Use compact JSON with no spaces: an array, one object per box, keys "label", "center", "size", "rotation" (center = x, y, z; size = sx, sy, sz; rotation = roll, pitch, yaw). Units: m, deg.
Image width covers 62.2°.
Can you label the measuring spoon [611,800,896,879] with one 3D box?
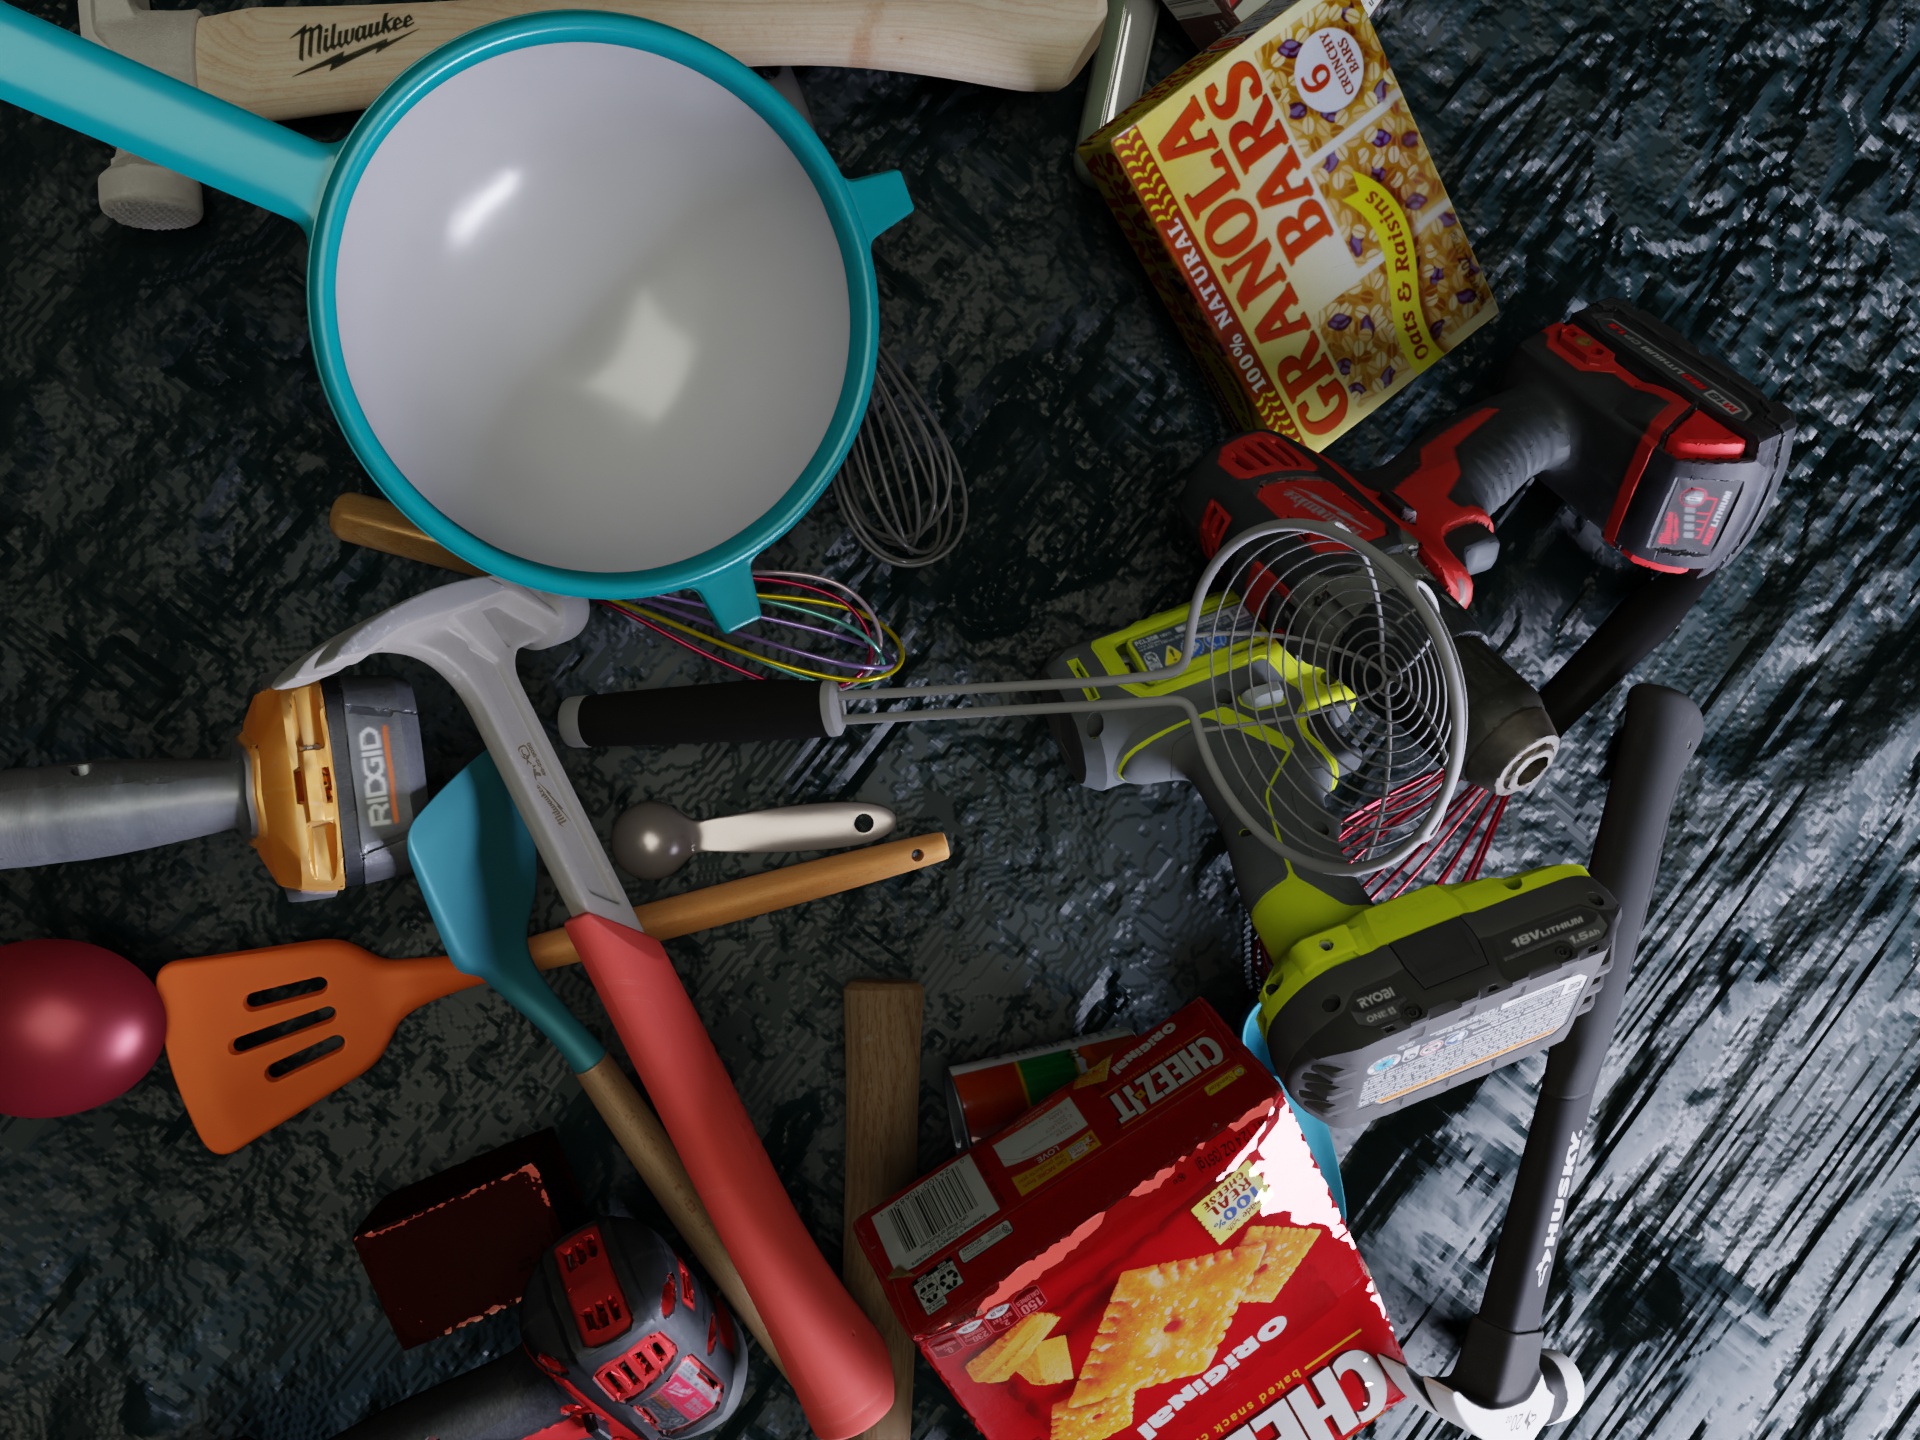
[{"label":"measuring spoon","center":[-0.089,0.048,0.689],"size":[0.124,0.018,0.034],"rotation":[-5,91,-9]}]

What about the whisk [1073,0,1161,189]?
[{"label":"whisk","center":[0.085,-0.357,0.700],"size":[0.057,0.059,0.246],"rotation":[10,93,-35]}]

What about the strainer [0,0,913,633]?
[{"label":"strainer","center":[-0.199,-0.177,0.596],"size":[0.340,0.095,0.211],"rotation":[19,94,-26]}]

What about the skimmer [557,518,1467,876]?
[{"label":"skimmer","center":[-0.001,-0.002,0.597],"size":[0.363,0.090,0.127],"rotation":[-3,103,17]}]

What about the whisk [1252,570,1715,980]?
[{"label":"whisk","center":[0.242,0.022,0.717],"size":[0.296,0.073,0.073],"rotation":[-42,96,-11]}]

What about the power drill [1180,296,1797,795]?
[{"label":"power drill","center":[0.227,-0.073,0.645],"size":[0.226,0.080,0.188],"rotation":[-23,52,-19]}]

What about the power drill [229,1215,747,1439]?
[{"label":"power drill","center":[-0.189,0.289,0.626],"size":[0.219,0.143,0.079],"rotation":[-29,50,-8]}]

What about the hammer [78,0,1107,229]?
[{"label":"hammer","center":[-0.147,-0.290,0.650],"size":[0.410,0.038,0.146],"rotation":[-5,90,-2]}]

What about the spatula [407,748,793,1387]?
[{"label":"spatula","center":[-0.129,0.157,0.646],"size":[0.044,0.082,0.317],"rotation":[-21,108,25]}]

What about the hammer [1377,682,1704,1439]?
[{"label":"hammer","center":[0.266,0.147,0.693],"size":[0.146,0.035,0.335],"rotation":[18,86,-45]}]

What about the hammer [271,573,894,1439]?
[{"label":"hammer","center":[-0.120,0.116,0.599],"size":[0.037,0.149,0.359],"rotation":[-22,97,23]}]

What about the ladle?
[{"label":"ladle","center":[-0.464,0.106,0.592],"size":[0.315,0.031,0.069],"rotation":[6,91,-5]}]

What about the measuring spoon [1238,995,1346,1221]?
[{"label":"measuring spoon","center":[0.154,0.180,0.728],"size":[0.042,0.021,0.128],"rotation":[-17,102,-11]}]

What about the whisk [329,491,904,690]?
[{"label":"whisk","center":[-0.143,-0.056,0.674],"size":[0.245,0.051,0.047],"rotation":[15,67,-4]}]

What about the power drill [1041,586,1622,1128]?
[{"label":"power drill","center":[0.160,0.029,0.648],"size":[0.190,0.080,0.229],"rotation":[-19,53,-8]}]

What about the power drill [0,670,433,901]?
[{"label":"power drill","center":[-0.330,0.034,0.598],"size":[0.226,0.185,0.084],"rotation":[-7,91,-27]}]

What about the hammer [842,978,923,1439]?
[{"label":"hammer","center":[-0.033,0.278,0.680],"size":[0.130,0.031,0.331],"rotation":[3,85,-25]}]

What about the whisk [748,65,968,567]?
[{"label":"whisk","center":[-0.051,-0.179,0.681],"size":[0.055,0.055,0.239],"rotation":[-17,88,-8]}]

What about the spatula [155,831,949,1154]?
[{"label":"spatula","center":[-0.159,0.095,0.668],"size":[0.322,0.041,0.081],"rotation":[-14,97,-9]}]
